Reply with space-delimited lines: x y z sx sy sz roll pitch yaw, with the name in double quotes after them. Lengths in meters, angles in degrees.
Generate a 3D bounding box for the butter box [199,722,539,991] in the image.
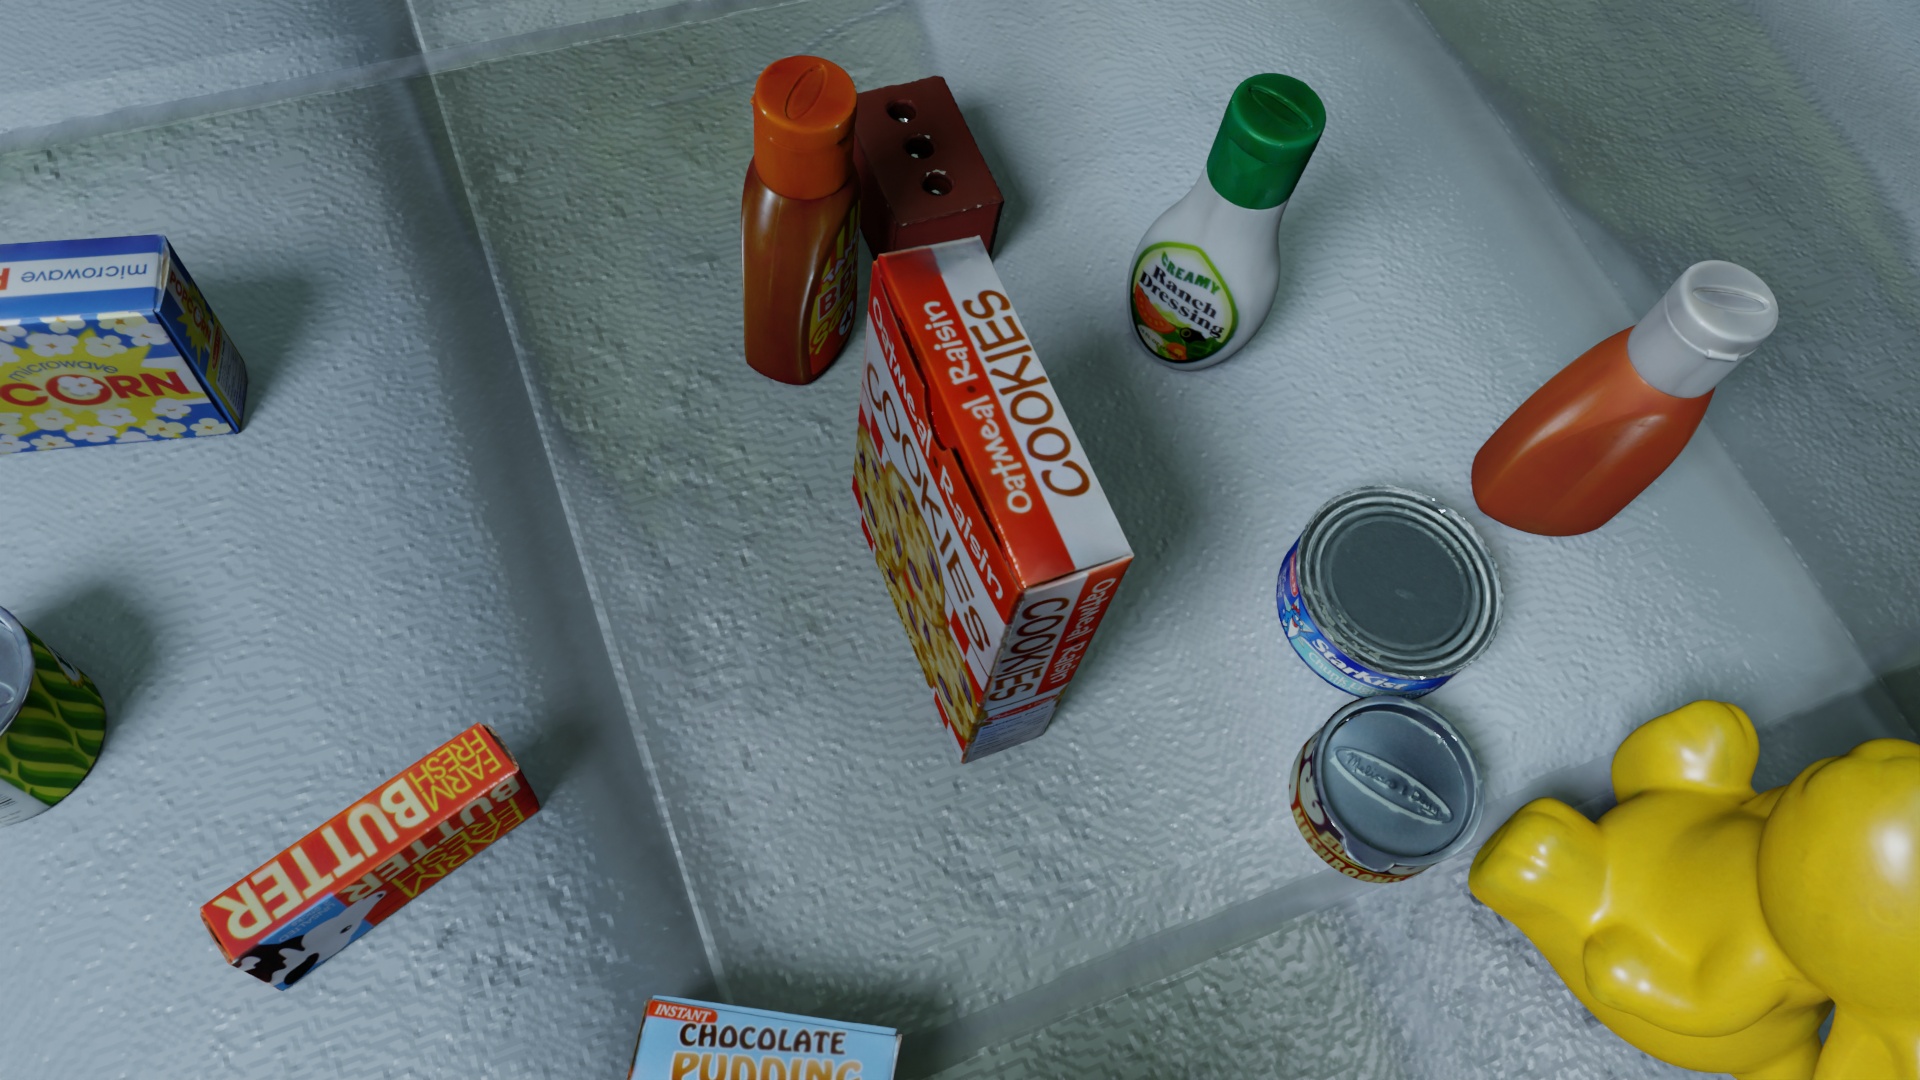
-0.196 0.107 0.472 0.104 0.053 0.024 -36 73 -21 "butter box"

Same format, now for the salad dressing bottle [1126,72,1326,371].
0.109 -0.128 0.575 0.064 0.147 0.044 39 66 12 "salad dressing bottle"

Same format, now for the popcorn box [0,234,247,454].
-0.351 -0.071 0.523 0.127 0.085 0.038 -6 65 -10 "popcorn box"

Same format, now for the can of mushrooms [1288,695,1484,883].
0.161 0.098 0.532 0.071 0.033 0.071 3 63 -6 "can of mushrooms"

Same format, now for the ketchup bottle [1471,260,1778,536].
0.265 -0.052 0.556 0.065 0.148 0.044 8 63 -3 "ketchup bottle"

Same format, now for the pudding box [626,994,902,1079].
-0.063 0.172 0.457 0.084 0.049 0.030 9 63 -2 "pudding box"

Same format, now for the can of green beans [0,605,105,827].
-0.339 0.060 0.474 0.071 0.057 0.071 3 63 -6 "can of green beans"

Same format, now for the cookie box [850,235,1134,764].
0.002 -0.006 0.489 0.040 0.166 0.123 -18 67 -15 "cookie box"

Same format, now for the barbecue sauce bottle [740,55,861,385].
-0.063 -0.125 0.552 0.044 0.148 0.065 22 63 4 "barbecue sauce bottle"
